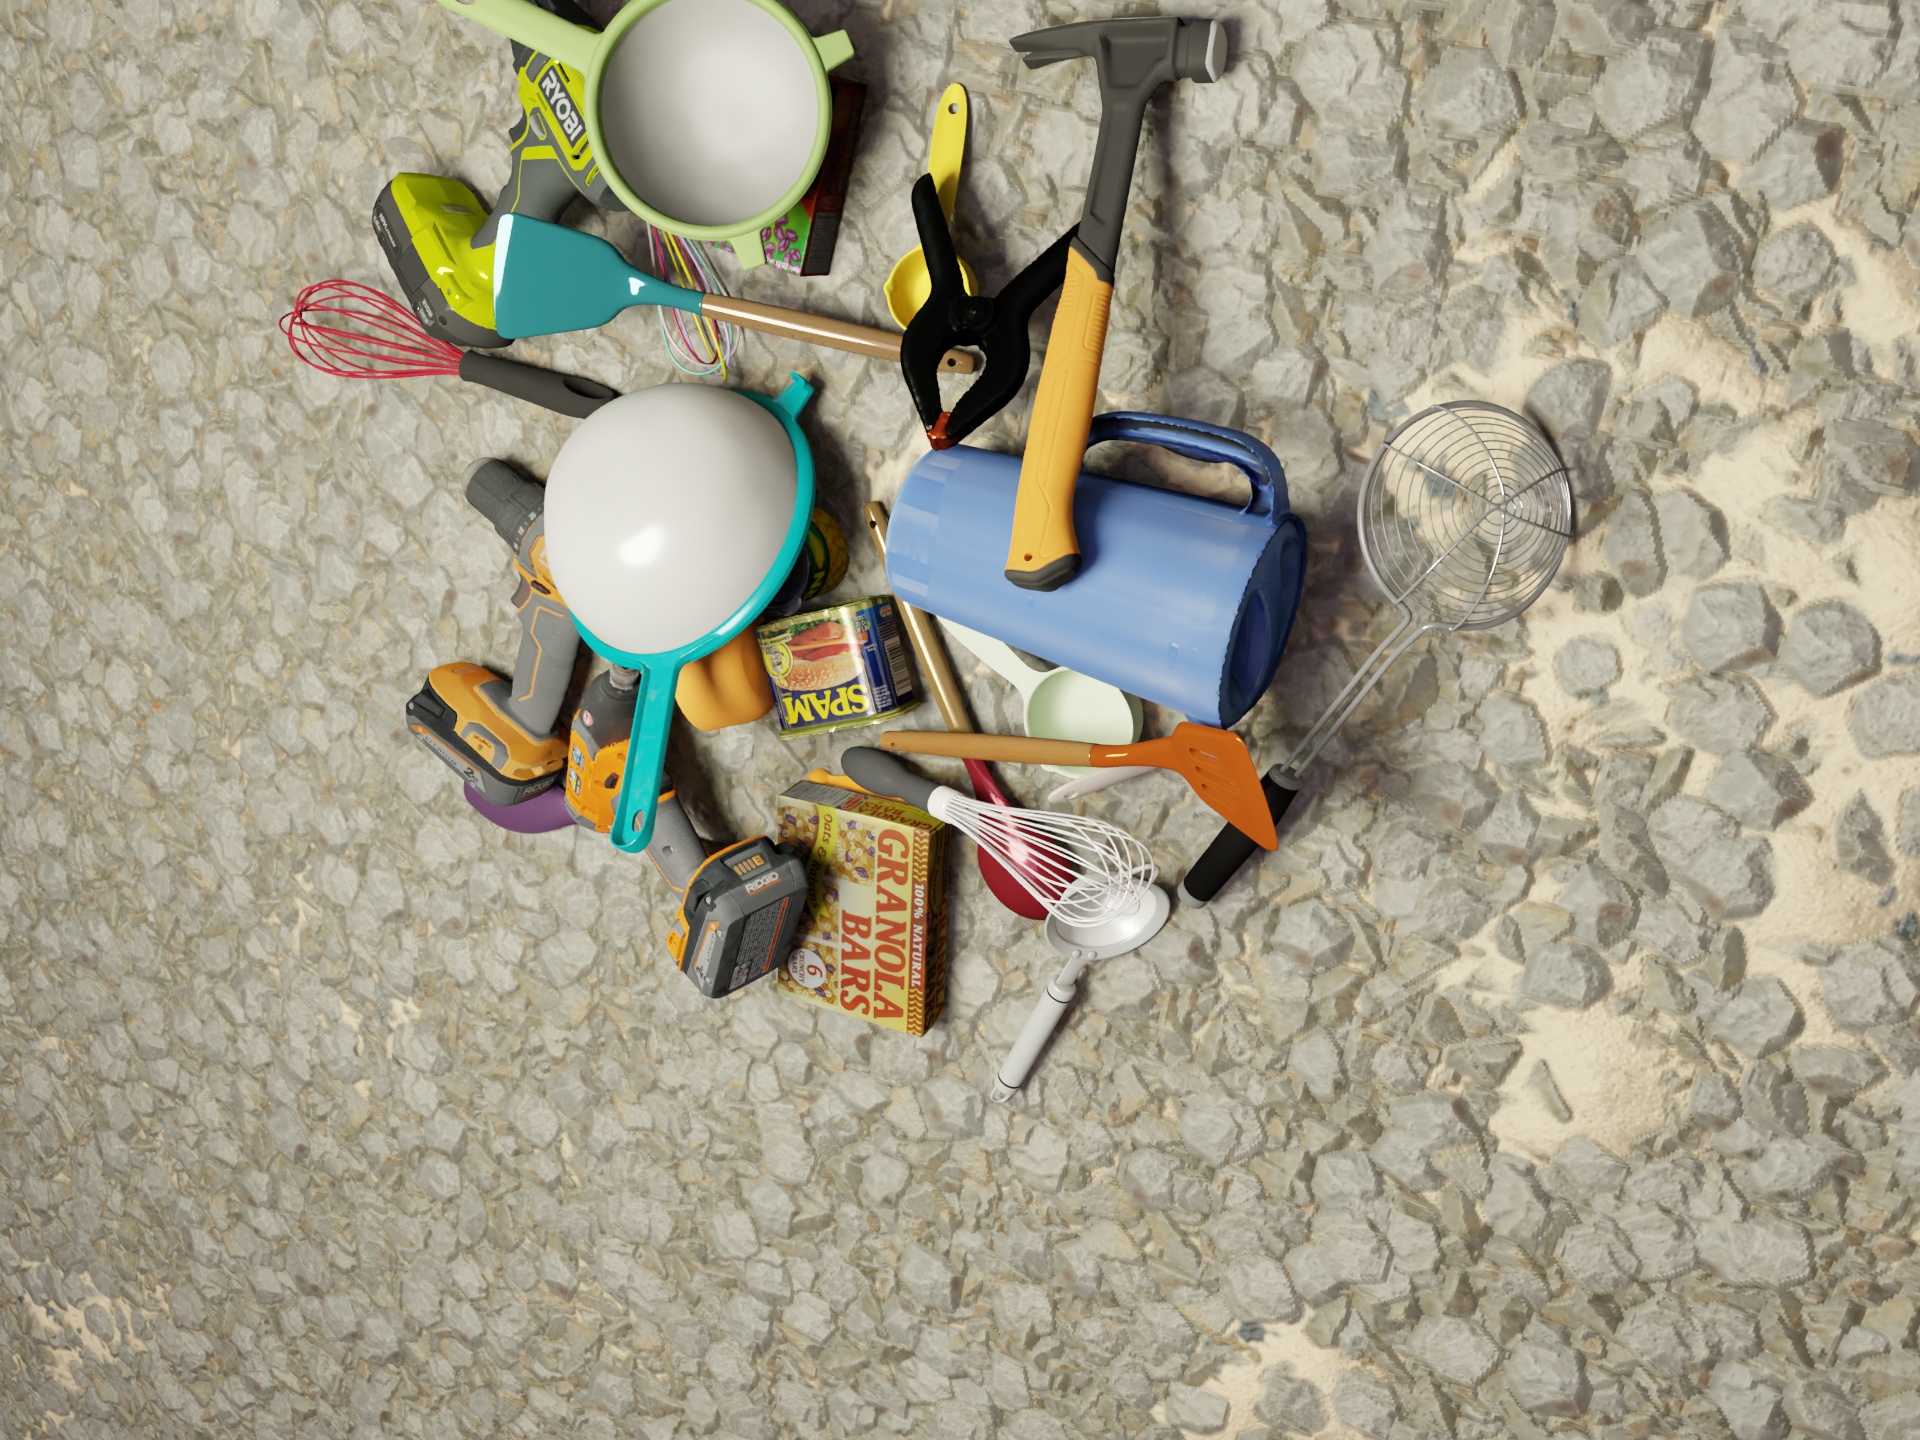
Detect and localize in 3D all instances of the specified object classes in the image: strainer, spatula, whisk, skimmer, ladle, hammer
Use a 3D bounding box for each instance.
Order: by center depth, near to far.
[{"bbox_3d":[0.064,-0.241,0.918,0.127,0.034,0.337,8,85,24],"label":"hammer"},{"bbox_3d":[0.230,-0.024,0.967,0.127,0.090,0.363,23,128,-10],"label":"skimmer"},{"bbox_3d":[-0.198,-0.395,0.981,0.256,0.069,0.151,25,103,-2],"label":"strainer"},{"bbox_3d":[0.062,0.025,1.003,0.323,0.041,0.081,3,126,42],"label":"spatula"},{"bbox_3d":[-0.212,-0.088,1.032,0.211,0.095,0.341,-8,64,28],"label":"strainer"},{"bbox_3d":[-0.146,-0.262,1.038,0.317,0.044,0.082,13,116,6],"label":"spatula"},{"bbox_3d":[0.014,0.065,1.052,0.285,0.070,0.070,23,116,43],"label":"whisk"},{"bbox_3d":[-0.209,-0.347,1.091,0.051,0.047,0.245,-22,90,17],"label":"whisk"},{"bbox_3d":[-0.002,-0.003,1.095,0.069,0.031,0.315,-21,93,33],"label":"ladle"},{"bbox_3d":[0.072,0.179,1.102,0.086,0.050,0.258,10,124,-23],"label":"strainer"},{"bbox_3d":[-0.383,-0.270,1.188,0.296,0.073,0.073,18,112,15],"label":"whisk"},{"bbox_3d":[-0.271,0.085,1.256,0.316,0.018,0.059,14,106,23],"label":"spatula"}]

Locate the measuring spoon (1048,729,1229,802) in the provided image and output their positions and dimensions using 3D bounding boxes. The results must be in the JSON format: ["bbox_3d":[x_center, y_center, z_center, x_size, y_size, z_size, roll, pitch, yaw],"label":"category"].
[{"bbox_3d":[0.116,0.035,1.020,0.124,0.034,0.018,-20,55,7],"label":"measuring spoon"}]

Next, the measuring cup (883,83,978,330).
[{"bbox_3d":[-0.009,-0.321,1.012,0.062,0.029,0.156,10,97,19],"label":"measuring cup"}]

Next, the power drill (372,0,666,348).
[{"bbox_3d":[-0.305,-0.378,1.089,0.223,0.080,0.171,-36,78,34],"label":"power drill"}]

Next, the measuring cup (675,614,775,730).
[{"bbox_3d":[-0.167,-0.081,1.132,0.052,0.095,0.174,-7,83,20],"label":"measuring cup"}]

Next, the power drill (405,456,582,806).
[{"bbox_3d":[-0.340,-0.071,1.212,0.185,0.084,0.226,39,113,12],"label":"power drill"}]

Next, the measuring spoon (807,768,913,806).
[{"bbox_3d":[-0.061,0.050,1.146,0.117,0.011,0.021,6,107,25],"label":"measuring spoon"}]

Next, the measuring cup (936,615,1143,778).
[{"bbox_3d":[0.050,-0.031,1.055,0.168,0.038,0.083,41,118,12],"label":"measuring cup"}]

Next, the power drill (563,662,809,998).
[{"bbox_3d":[-0.206,0.069,1.140,0.227,0.084,0.164,48,141,24],"label":"power drill"}]
